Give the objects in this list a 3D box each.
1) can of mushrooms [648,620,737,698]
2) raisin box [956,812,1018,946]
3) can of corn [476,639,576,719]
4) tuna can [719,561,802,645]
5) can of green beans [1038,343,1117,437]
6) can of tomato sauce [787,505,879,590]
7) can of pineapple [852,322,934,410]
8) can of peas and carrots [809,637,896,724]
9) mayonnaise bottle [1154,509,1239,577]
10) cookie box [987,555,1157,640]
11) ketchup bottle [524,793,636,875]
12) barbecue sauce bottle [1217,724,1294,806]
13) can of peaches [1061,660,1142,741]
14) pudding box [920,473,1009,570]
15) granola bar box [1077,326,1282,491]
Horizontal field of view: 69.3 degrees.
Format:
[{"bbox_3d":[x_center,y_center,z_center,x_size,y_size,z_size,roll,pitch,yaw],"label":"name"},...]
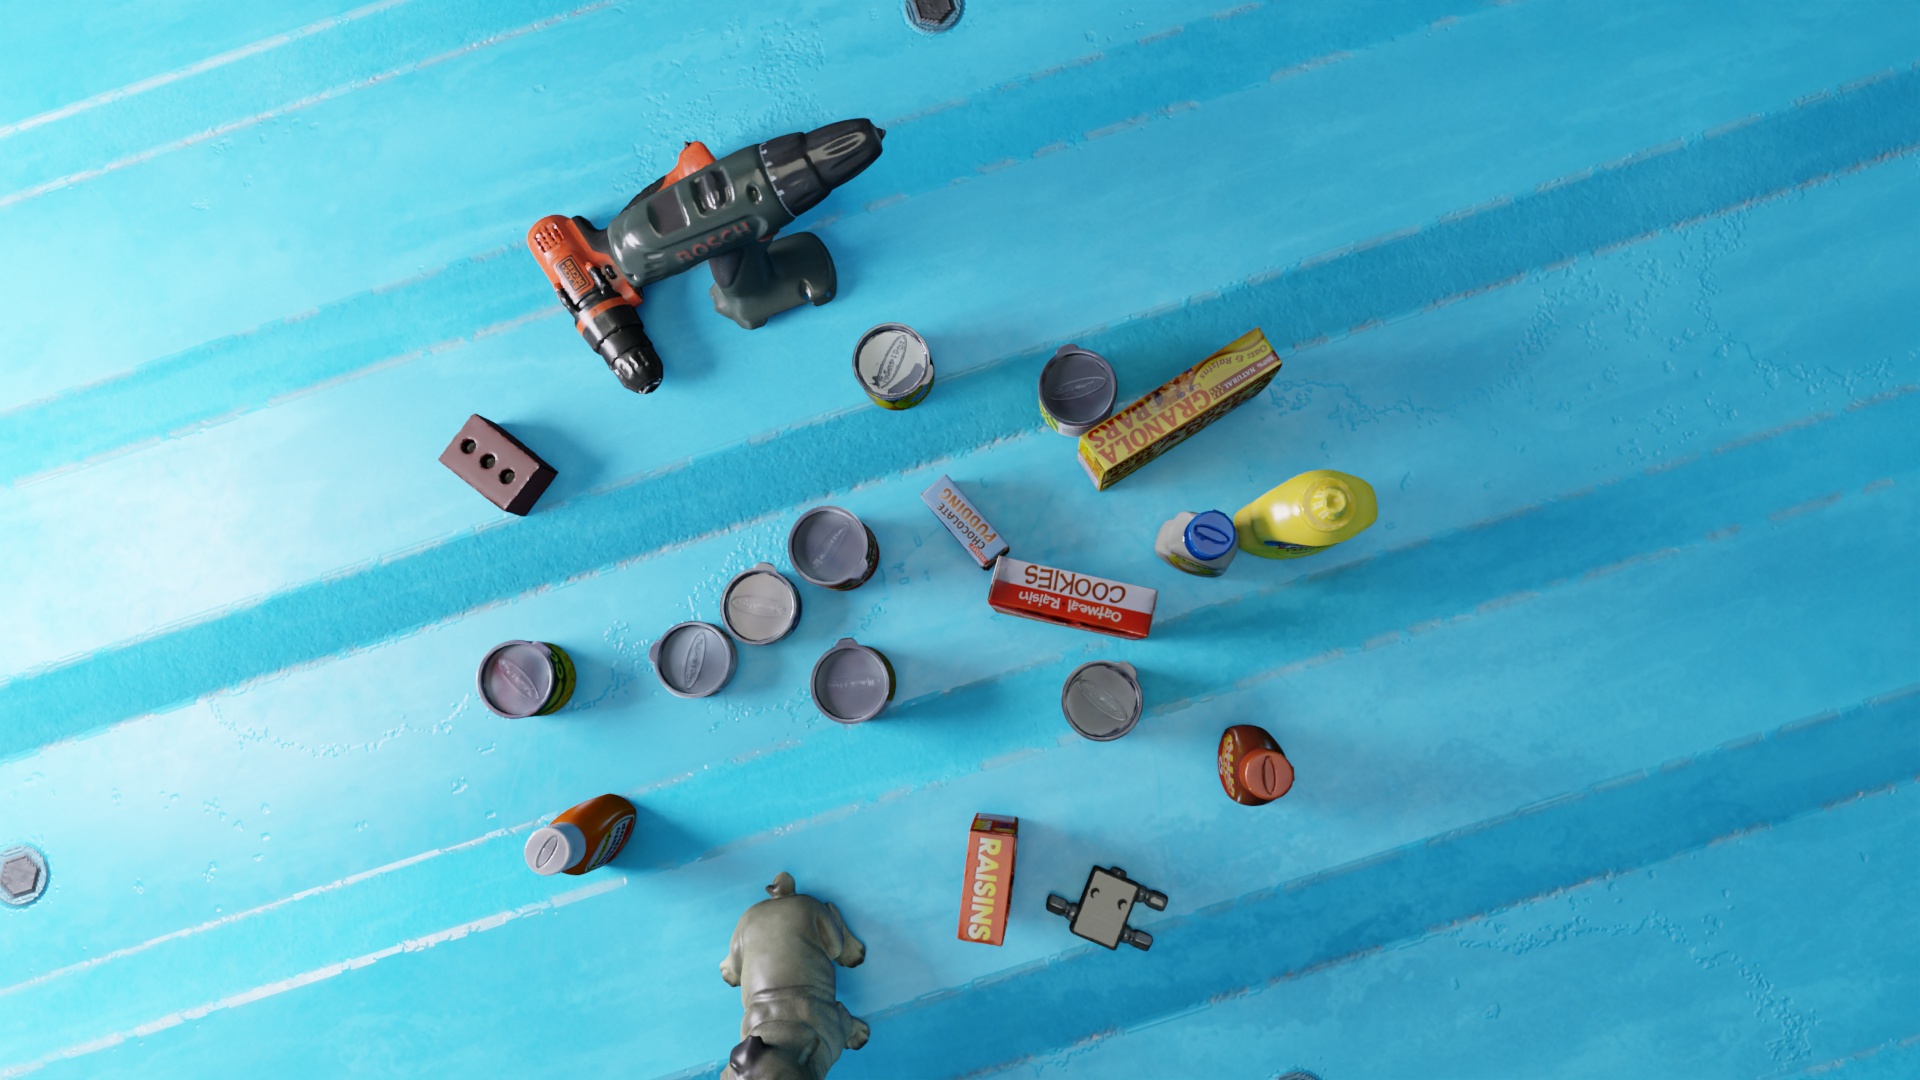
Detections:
[{"bbox_3d":[-0.228,0.101,1.189,0.071,0.033,0.071,0,84,3],"label":"can of mushrooms"},{"bbox_3d":[0.023,0.269,1.112,0.040,0.123,0.086,7,85,4],"label":"raisin box"},{"bbox_3d":[-0.367,0.116,1.183,0.071,0.058,0.071,0,84,3],"label":"can of corn"},{"bbox_3d":[-0.170,0.055,1.191,0.071,0.033,0.071,0,84,3],"label":"tuna can"},{"bbox_3d":[0.099,-0.125,1.181,0.071,0.058,0.071,0,84,3],"label":"can of green beans"},{"bbox_3d":[-0.103,0.009,1.167,0.071,0.083,0.071,0,84,3],"label":"can of tomato sauce"},{"bbox_3d":[-0.055,-0.147,1.193,0.071,0.058,0.071,0,84,3],"label":"can of pineapple"},{"bbox_3d":[-0.090,0.118,1.167,0.071,0.058,0.071,0,84,3],"label":"can of peas and carrots"},{"bbox_3d":[0.193,0.002,1.117,0.065,0.148,0.041,22,86,5],"label":"mayonnaise bottle"},{"bbox_3d":[0.088,0.050,1.109,0.123,0.167,0.040,12,86,5],"label":"cookie box"},{"bbox_3d":[-0.308,0.241,1.121,0.043,0.148,0.065,29,87,6],"label":"ketchup bottle"},{"bbox_3d":[0.233,0.180,1.096,0.044,0.148,0.065,-2,85,3],"label":"barbecue sauce bottle"},{"bbox_3d":[0.118,0.131,1.154,0.071,0.058,0.071,0,84,3],"label":"can of peaches"},{"bbox_3d":[0.004,-0.015,1.180,0.030,0.049,0.084,-41,83,-1],"label":"pudding box"},{"bbox_3d":[0.177,-0.104,1.141,0.165,0.124,0.039,-32,84,0],"label":"granola bar box"}]
